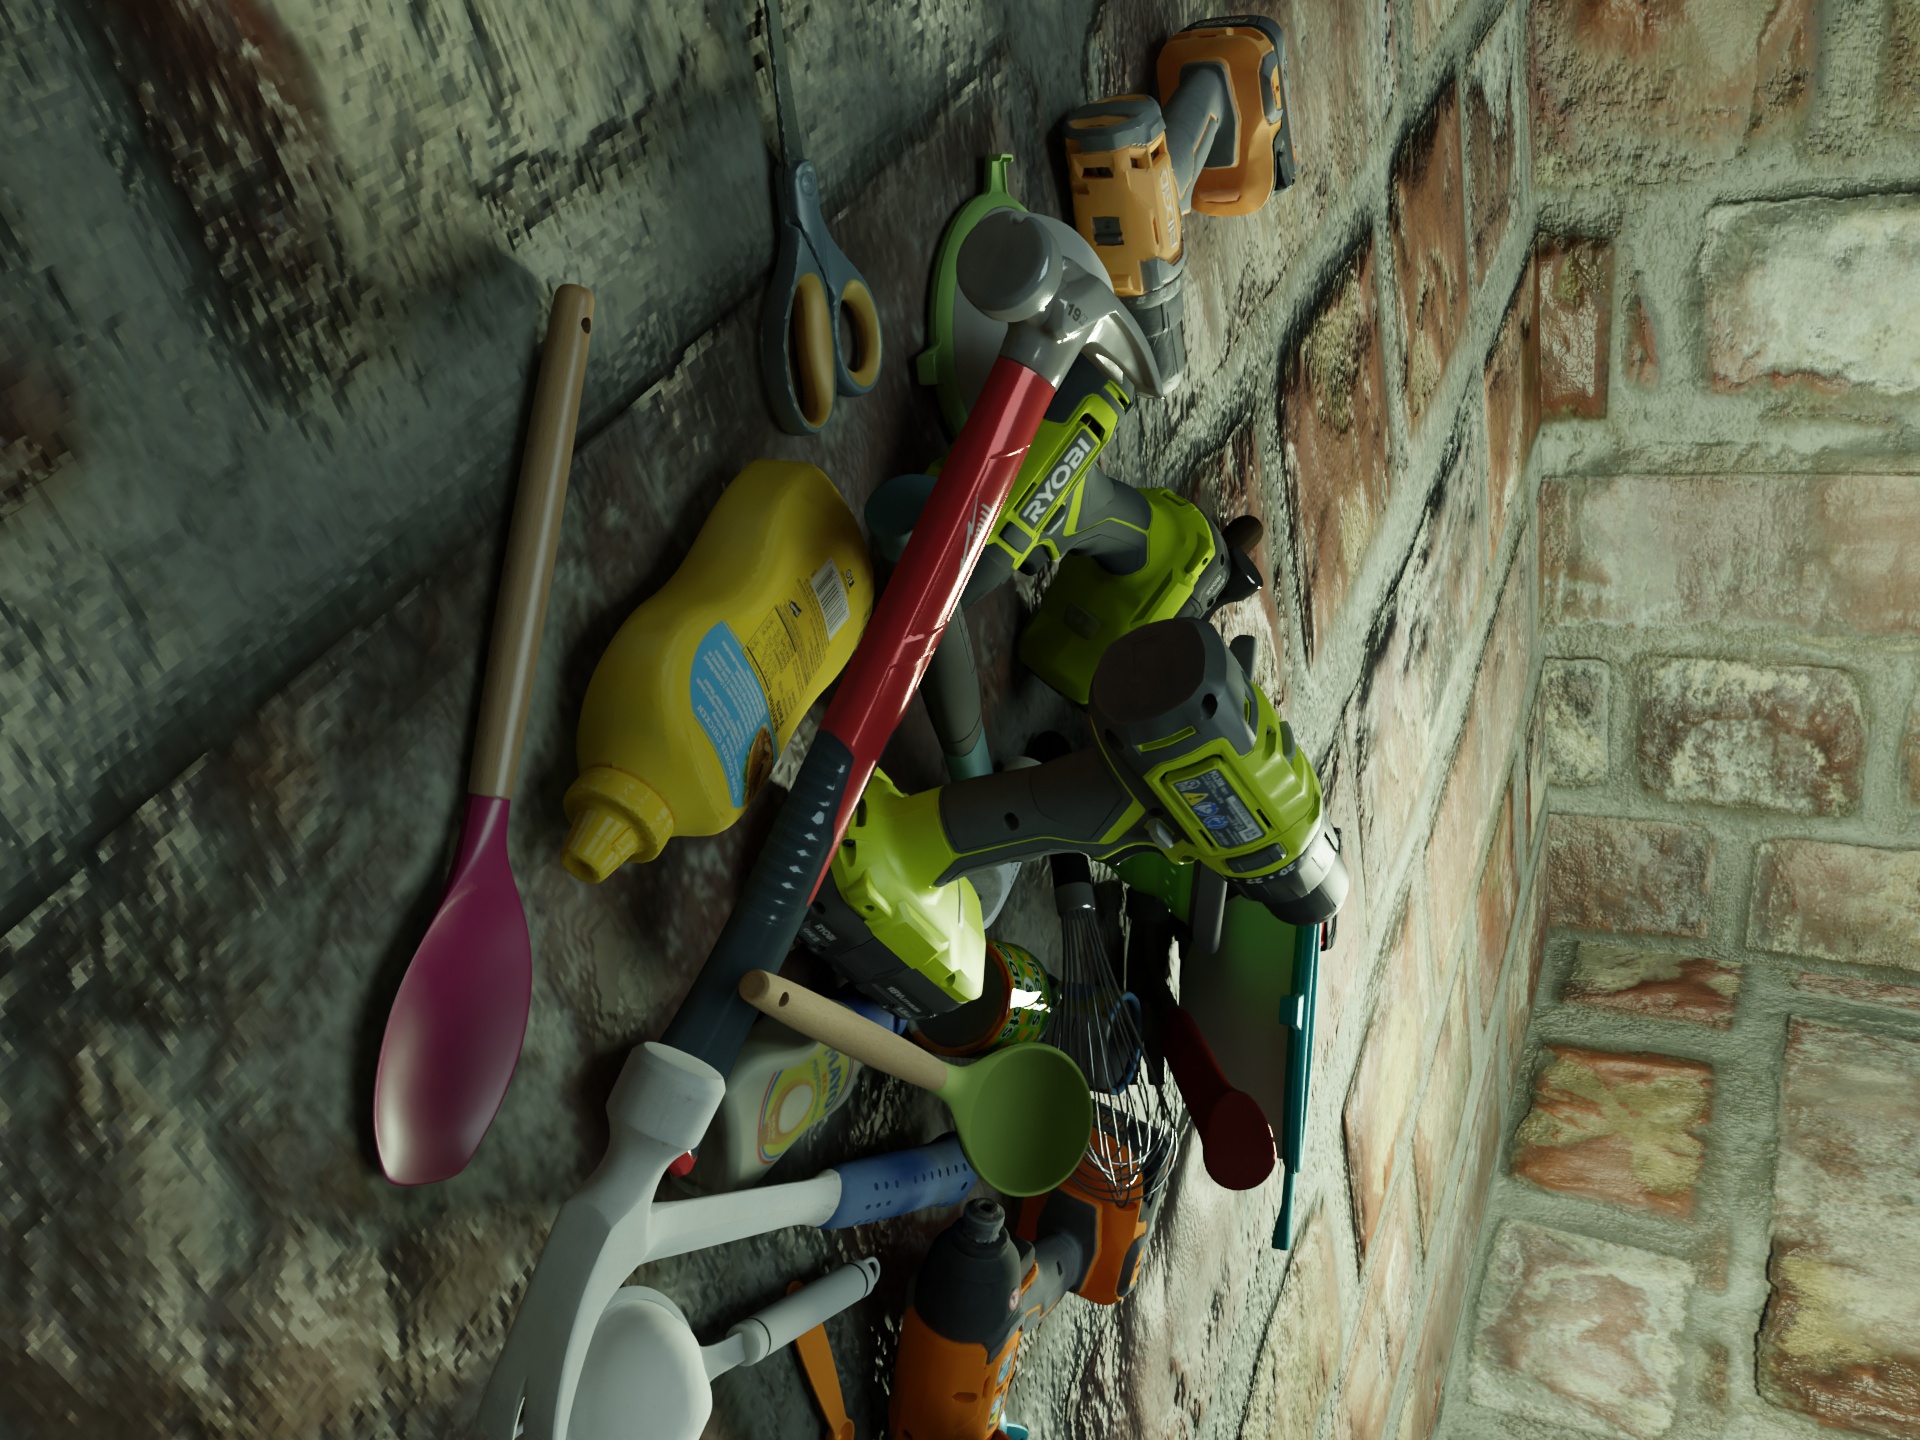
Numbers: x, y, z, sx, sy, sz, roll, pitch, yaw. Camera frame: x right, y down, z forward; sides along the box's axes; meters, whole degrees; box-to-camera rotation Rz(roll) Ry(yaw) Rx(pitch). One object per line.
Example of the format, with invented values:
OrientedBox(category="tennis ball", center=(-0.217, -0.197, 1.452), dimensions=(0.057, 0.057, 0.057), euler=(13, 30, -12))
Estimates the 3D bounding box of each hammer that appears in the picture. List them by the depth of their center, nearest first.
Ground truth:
OrientedBox(category="hammer", center=(-0.032, 0.002, 0.639), dimensions=(0.386, 0.038, 0.143), euler=(-64, 153, 2))
OrientedBox(category="hammer", center=(-0.068, 0.213, 0.692), dimensions=(0.144, 0.035, 0.405), euler=(-65, 160, -4))
OrientedBox(category="hammer", center=(-0.001, -0.003, 0.783), dimensions=(0.330, 0.033, 0.128), euler=(76, 31, -56))
OrientedBox(category="hammer", center=(0.136, 0.210, 0.974), dimensions=(0.359, 0.036, 0.149), euler=(-100, -170, -83))
OrientedBox(category="hammer", center=(0.170, -0.098, 1.108), dimensions=(0.031, 0.130, 0.331), euler=(51, 24, -2))

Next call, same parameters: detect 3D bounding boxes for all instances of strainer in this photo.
OrientedBox(category="strainer", center=(-0.097, 0.276, 0.704), dimensions=(0.258, 0.050, 0.087), euler=(4, 75, -64))
OrientedBox(category="strainer", center=(0.067, -0.187, 0.908), dimensions=(0.256, 0.069, 0.152), euler=(48, 53, -53))
OrientedBox(category="strainer", center=(0.206, 0.260, 1.158), dimensions=(0.211, 0.095, 0.340), euler=(-65, 156, -54))

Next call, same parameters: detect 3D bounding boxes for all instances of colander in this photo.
OrientedBox(category="colander", center=(0.119, 0.035, 0.944), dimensions=(0.397, 0.094, 0.204), euler=(26, 72, -79))

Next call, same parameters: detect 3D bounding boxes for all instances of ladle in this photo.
OrientedBox(category="ladle", center=(-0.011, 0.159, 0.719), dimensions=(0.078, 0.062, 0.319), euler=(-68, 153, -14))

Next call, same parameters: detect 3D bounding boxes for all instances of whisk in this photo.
OrientedBox(category="whisk", center=(0.071, 0.135, 0.917), dimensions=(0.070, 0.070, 0.285), euler=(42, 36, -57))

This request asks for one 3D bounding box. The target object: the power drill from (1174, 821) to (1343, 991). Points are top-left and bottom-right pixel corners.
OrientedBox(category="power drill", center=(0.237, 0.168, 1.295), dimensions=(0.226, 0.080, 0.188), euler=(-6, 100, -59))

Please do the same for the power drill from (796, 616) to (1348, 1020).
OrientedBox(category="power drill", center=(0.052, 0.060, 0.720), dimensions=(0.190, 0.228, 0.080), euler=(49, 29, -42))

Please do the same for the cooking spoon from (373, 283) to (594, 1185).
OrientedBox(category="cooking spoon", center=(-0.161, 0.001, 0.559), dimensions=(0.068, 0.017, 0.319), euler=(19, 79, -63))

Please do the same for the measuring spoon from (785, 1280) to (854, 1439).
OrientedBox(category="measuring spoon", center=(-0.073, 0.326, 0.798), dimensions=(0.021, 0.011, 0.116), euler=(-48, 132, -51))

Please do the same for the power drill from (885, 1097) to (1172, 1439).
OrientedBox(category="power drill", center=(0.041, 0.305, 0.912), dimensions=(0.226, 0.084, 0.164), euler=(-26, 131, -56))

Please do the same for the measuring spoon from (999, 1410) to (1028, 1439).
OrientedBox(category="measuring spoon", center=(0.025, 0.444, 0.974), dimensions=(0.042, 0.021, 0.128), euler=(-35, 148, 0))

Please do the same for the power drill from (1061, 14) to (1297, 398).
OrientedBox(category="power drill", center=(0.144, -0.334, 1.026), dimensions=(0.226, 0.084, 0.185), euler=(-53, 140, -39))

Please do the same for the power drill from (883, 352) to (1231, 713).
OrientedBox(category="power drill", center=(0.051, -0.090, 0.859), dimensions=(0.171, 0.080, 0.223), euler=(-53, 148, 3))
